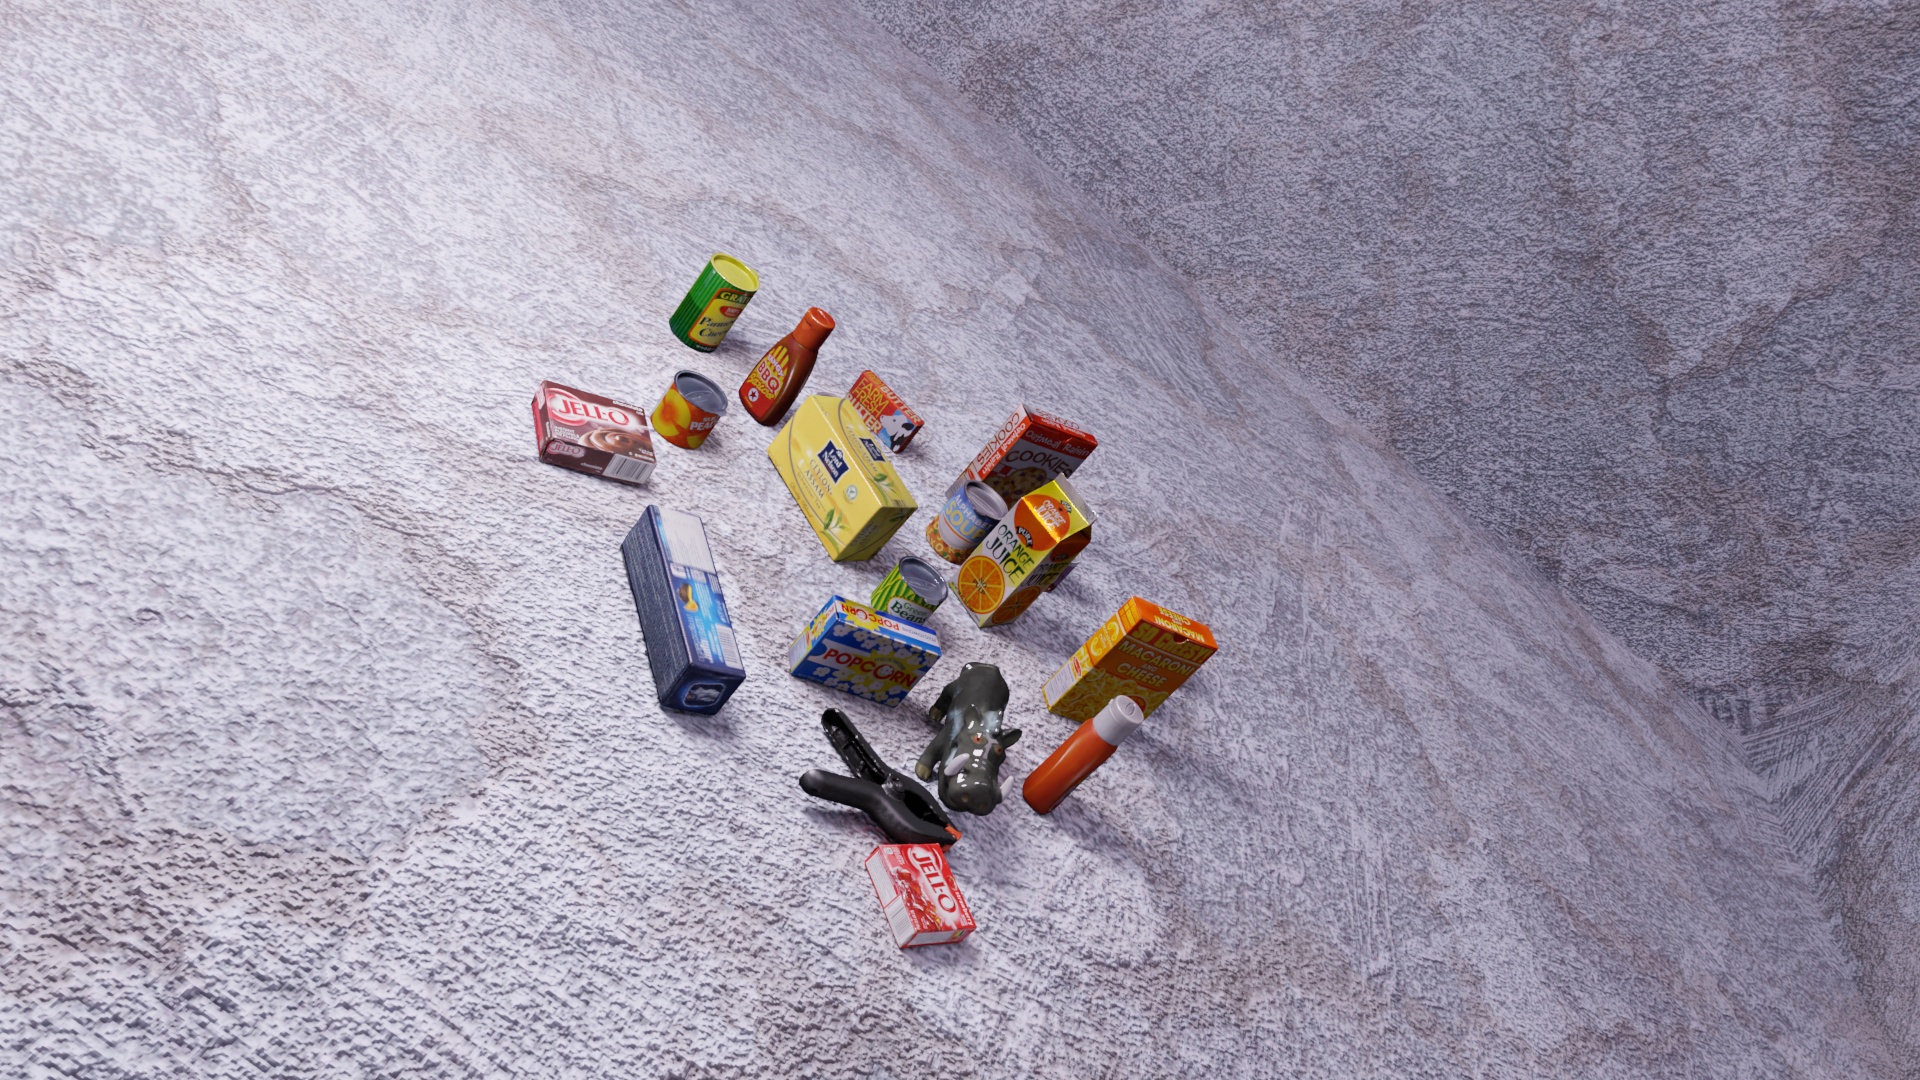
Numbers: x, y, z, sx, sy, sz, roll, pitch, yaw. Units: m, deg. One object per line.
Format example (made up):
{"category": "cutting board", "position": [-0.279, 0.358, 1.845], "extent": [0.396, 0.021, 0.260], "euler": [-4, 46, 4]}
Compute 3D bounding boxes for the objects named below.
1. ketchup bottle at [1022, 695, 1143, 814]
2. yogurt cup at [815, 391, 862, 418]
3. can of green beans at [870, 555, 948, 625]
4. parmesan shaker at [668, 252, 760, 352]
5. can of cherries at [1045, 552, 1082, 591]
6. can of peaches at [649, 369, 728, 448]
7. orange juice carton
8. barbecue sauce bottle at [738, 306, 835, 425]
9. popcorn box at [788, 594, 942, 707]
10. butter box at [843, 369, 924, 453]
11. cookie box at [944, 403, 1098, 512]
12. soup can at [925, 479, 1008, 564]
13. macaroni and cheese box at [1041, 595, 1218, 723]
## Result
{"category": "ketchup bottle", "position": [0.125, 0.216, 1.417], "extent": [0.043, 0.148, 0.065], "euler": [44, 28, 5]}
{"category": "yogurt cup", "position": [-0.160, -0.137, 1.666], "extent": [0.072, 0.053, 0.073], "euler": [30, 30, -19]}
{"category": "can of green beans", "position": [-0.056, 0.060, 1.511], "extent": [0.071, 0.057, 0.071], "euler": [30, 30, -19]}
{"category": "parmesan shaker", "position": [-0.292, -0.282, 1.658], "extent": [0.071, 0.102, 0.072], "euler": [31, 30, -19]}
{"category": "can of cherries", "position": [0.111, 0.024, 1.769], "extent": [0.071, 0.058, 0.072], "euler": [30, 30, -19]}
{"category": "can of peaches", "position": [-0.292, -0.140, 1.503], "extent": [0.071, 0.057, 0.071], "euler": [30, 30, -19]}
{"category": "orange juice carton", "position": [0.078, 0.012, 1.603], "extent": [0.073, 0.192, 0.072], "euler": [-3, 50, -53]}
{"category": "barbecue sauce bottle", "position": [-0.199, -0.205, 1.615], "extent": [0.044, 0.148, 0.065], "euler": [-1, 49, -52]}
{"category": "popcorn box", "position": [-0.093, 0.110, 1.365], "extent": [0.126, 0.085, 0.038], "euler": [22, 33, -31]}
{"category": "butter box", "position": [-0.100, -0.166, 1.783], "extent": [0.103, 0.053, 0.024], "euler": [45, 28, 8]}
{"category": "cookie box", "position": [0.079, -0.091, 1.775], "extent": [0.123, 0.166, 0.040], "euler": [14, 38, -41]}
{"category": "soup can", "position": [0.006, -0.021, 1.675], "extent": [0.071, 0.083, 0.072], "euler": [30, 30, -19]}
{"category": "macaroni and cheese box", "position": [0.192, 0.147, 1.579], "extent": [0.124, 0.165, 0.040], "euler": [22, 33, -32]}
